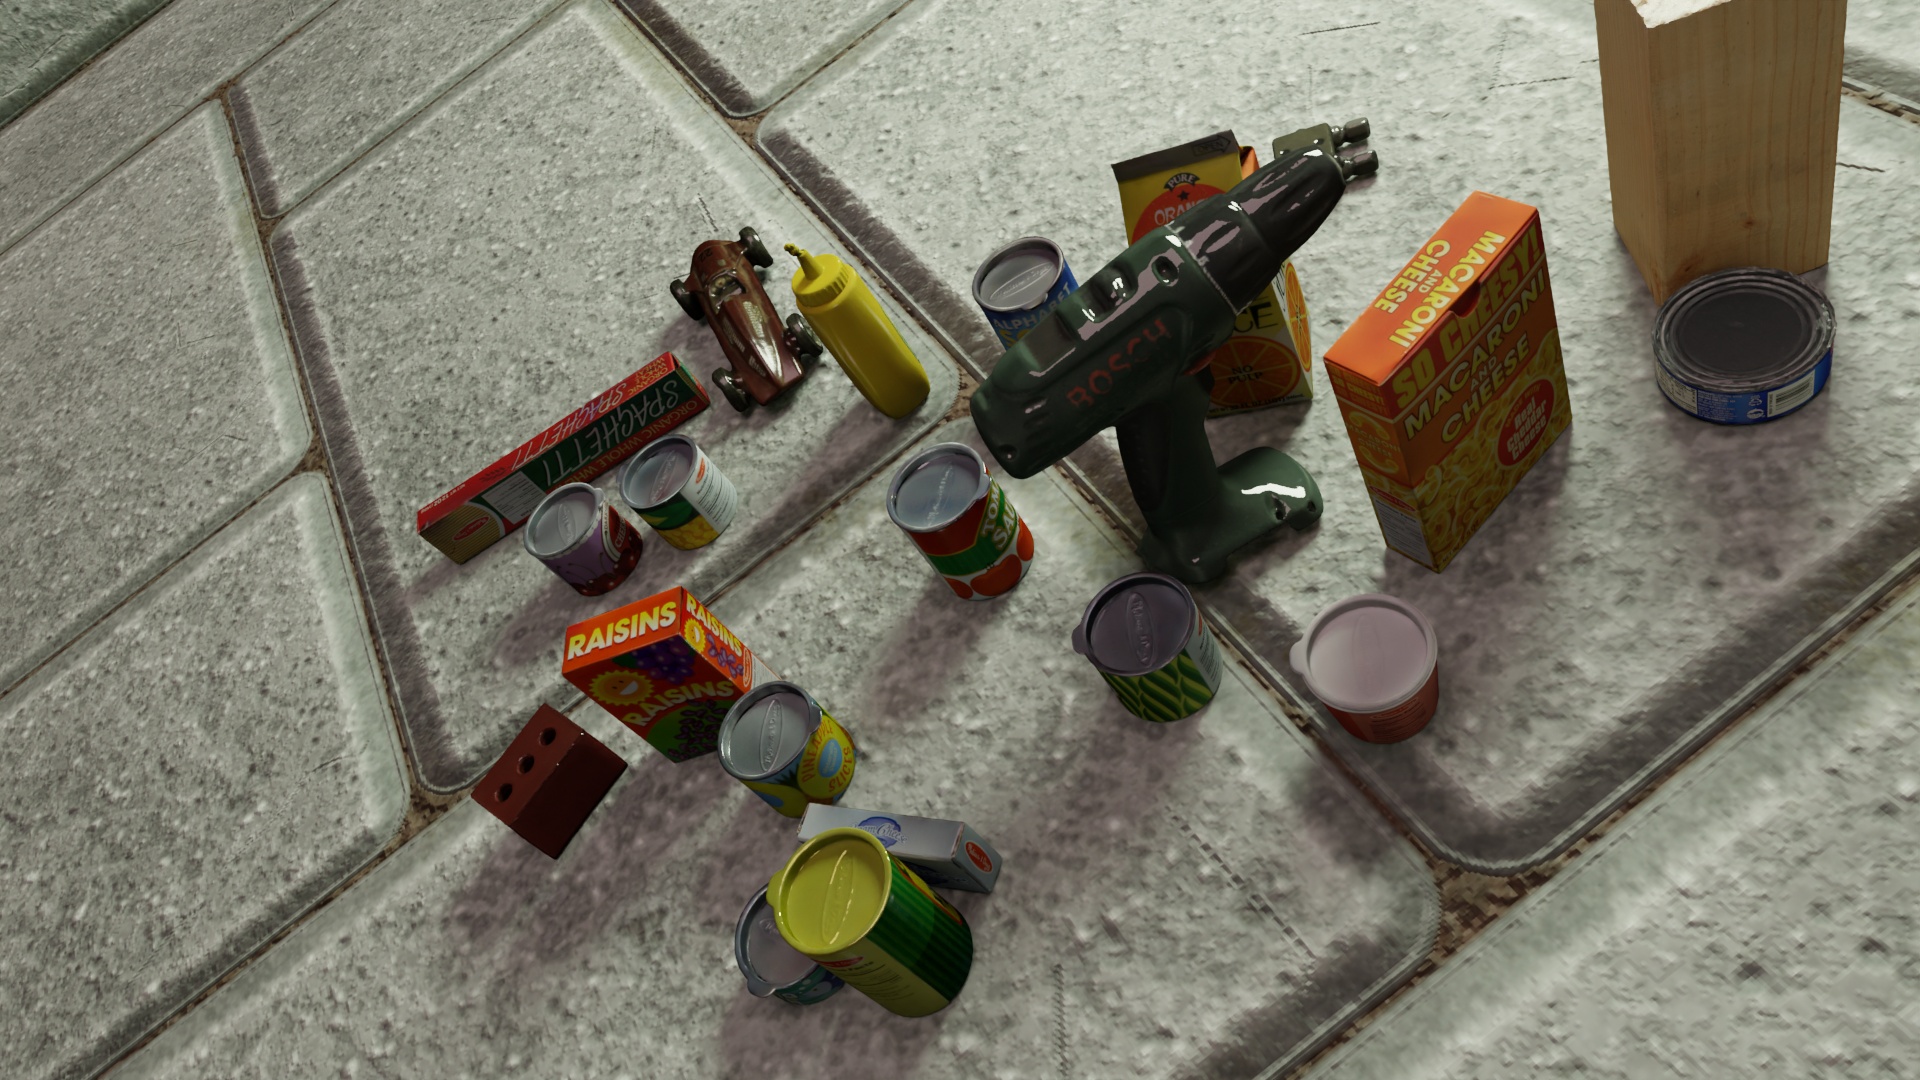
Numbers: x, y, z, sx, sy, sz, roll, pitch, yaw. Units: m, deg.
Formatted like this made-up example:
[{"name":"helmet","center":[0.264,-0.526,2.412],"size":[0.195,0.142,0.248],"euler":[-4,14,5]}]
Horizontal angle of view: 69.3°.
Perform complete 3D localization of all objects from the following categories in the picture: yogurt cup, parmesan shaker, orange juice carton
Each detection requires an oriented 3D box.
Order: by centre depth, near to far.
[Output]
[{"name":"yogurt cup","center":[0.213,0.069,0.714],"size":[0.072,0.053,0.073],"euler":[-15,51,19]},{"name":"parmesan shaker","center":[-0.045,0.200,0.725],"size":[0.071,0.102,0.071],"euler":[-15,51,19]},{"name":"orange juice carton","center":[0.153,-0.163,0.828],"size":[0.072,0.192,0.073],"euler":[-9,53,24]}]

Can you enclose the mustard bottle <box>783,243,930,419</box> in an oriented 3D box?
[{"name":"mustard bottle","center":[-0.077,-0.152,0.969],"size":[0.049,0.159,0.065],"euler":[-41,47,-3]}]

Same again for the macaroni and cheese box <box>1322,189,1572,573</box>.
[{"name":"macaroni and cheese box","center":[0.259,-0.078,0.723],"size":[0.124,0.166,0.040],"euler":[-47,48,-9]}]

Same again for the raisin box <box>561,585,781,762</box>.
[{"name":"raisin box","center":[-0.177,0.086,0.870],"size":[0.086,0.123,0.040],"euler":[-19,49,16]}]

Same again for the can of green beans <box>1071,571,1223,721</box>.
[{"name":"can of green beans","center":[0.108,0.060,0.777],"size":[0.071,0.057,0.071],"euler":[-15,51,19]}]

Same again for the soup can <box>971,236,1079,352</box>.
[{"name":"soup can","center":[0.055,-0.153,0.949],"size":[0.071,0.083,0.072],"euler":[-15,51,19]}]

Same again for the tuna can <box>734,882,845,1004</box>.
[{"name":"tuna can","center":[-0.091,0.226,0.779],"size":[0.071,0.032,0.071],"euler":[-15,50,19]}]

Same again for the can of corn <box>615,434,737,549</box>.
[{"name":"can of corn","center":[-0.209,-0.035,1.024],"size":[0.071,0.058,0.071],"euler":[-15,51,19]}]

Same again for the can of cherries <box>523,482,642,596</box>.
[{"name":"can of cherries","center":[-0.279,-0.001,1.037],"size":[0.071,0.058,0.072],"euler":[-15,51,19]}]

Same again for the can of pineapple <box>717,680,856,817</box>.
[{"name":"can of pineapple","center":[-0.103,0.127,0.843],"size":[0.071,0.057,0.071],"euler":[-15,51,19]}]

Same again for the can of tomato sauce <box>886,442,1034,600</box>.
[{"name":"can of tomato sauce","center":[0.003,-0.011,0.871],"size":[0.071,0.083,0.071],"euler":[-15,51,19]}]

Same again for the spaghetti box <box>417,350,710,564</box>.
[{"name":"spaghetti box","center":[-0.318,-0.066,1.113],"size":[0.250,0.050,0.029],"euler":[-32,47,4]}]

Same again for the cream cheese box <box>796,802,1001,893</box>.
[{"name":"cream cheese box","center":[-0.034,0.172,0.774],"size":[0.104,0.053,0.024],"euler":[0,57,29]}]
